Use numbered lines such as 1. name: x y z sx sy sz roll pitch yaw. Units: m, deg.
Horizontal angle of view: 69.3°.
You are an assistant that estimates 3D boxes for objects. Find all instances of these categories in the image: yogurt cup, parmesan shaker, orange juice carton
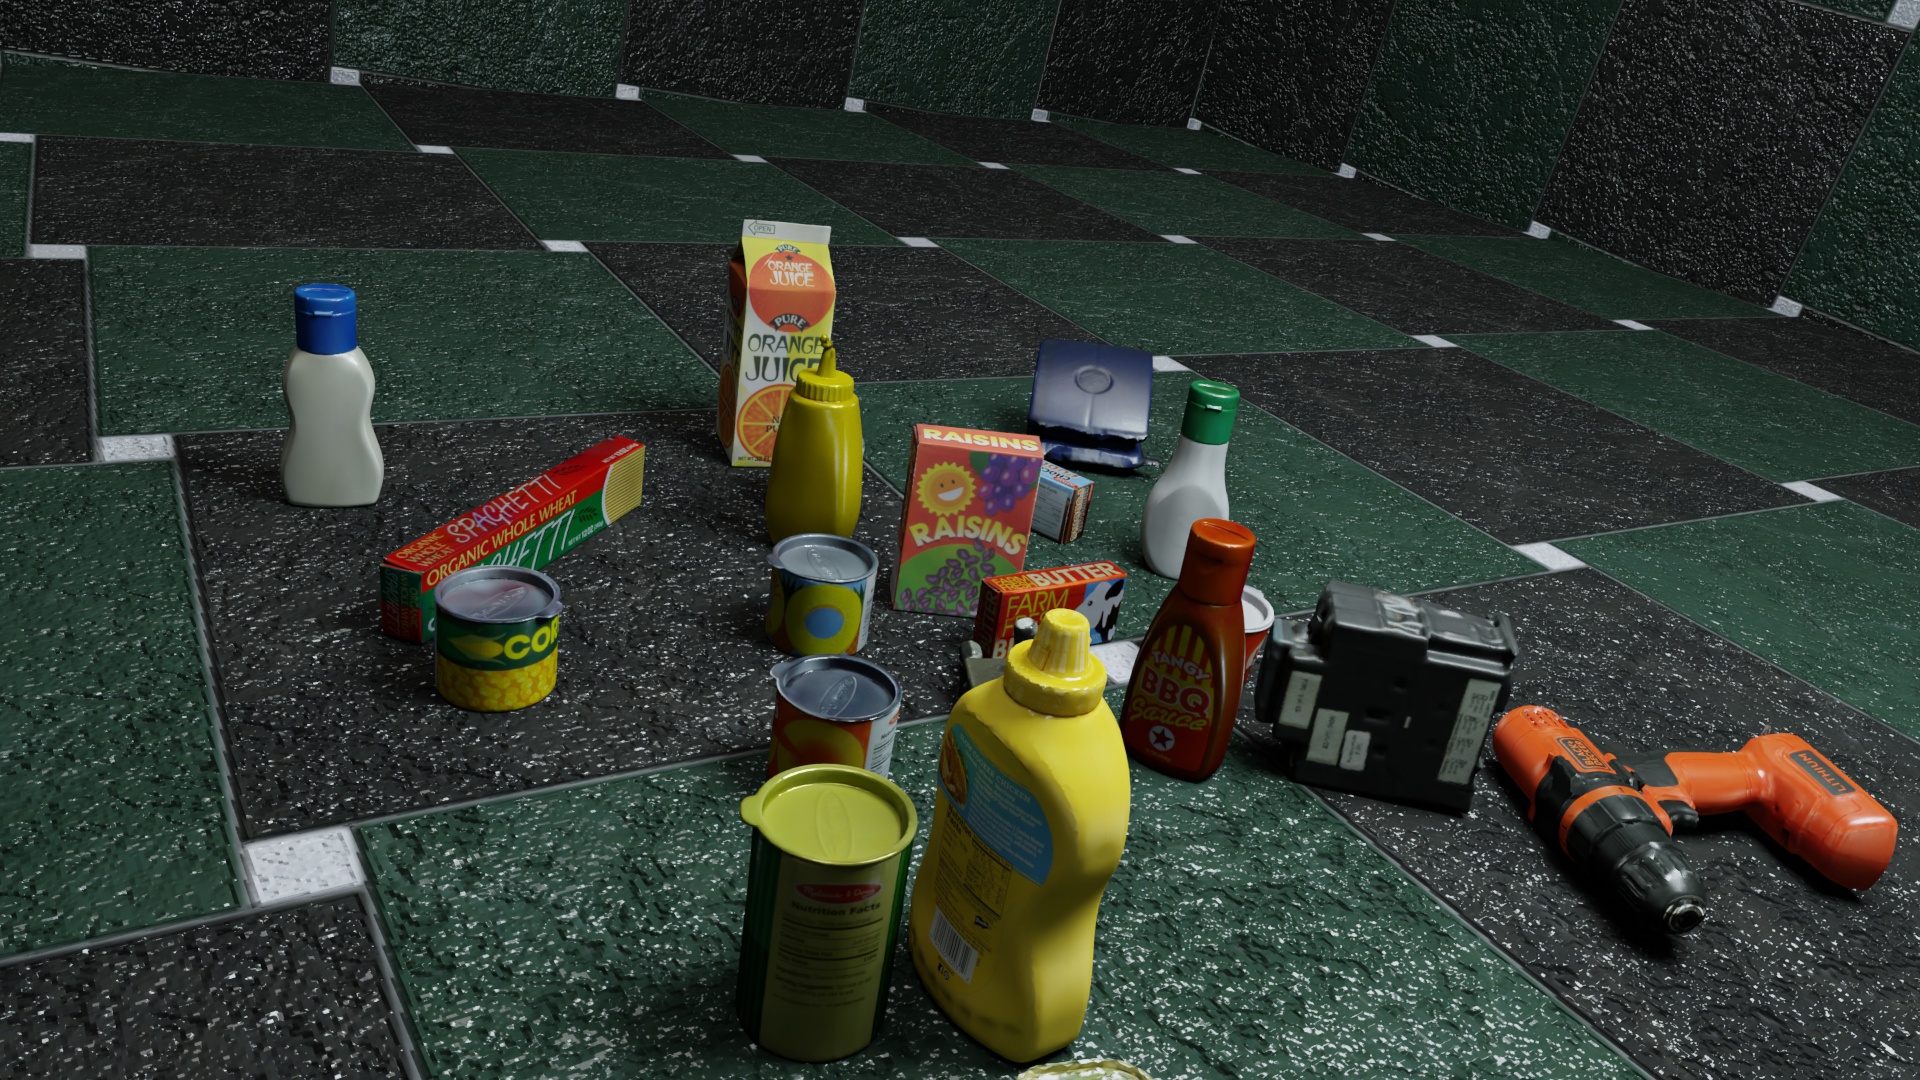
1. yogurt cup: 0.166 0.063 0.911 0.072 0.053 0.073 8 25 -4
2. parmesan shaker: -0.060 0.154 0.576 0.071 0.102 0.071 8 24 -4
3. orange juice carton: -0.148 -0.160 1.112 0.072 0.191 0.073 -1 26 -21

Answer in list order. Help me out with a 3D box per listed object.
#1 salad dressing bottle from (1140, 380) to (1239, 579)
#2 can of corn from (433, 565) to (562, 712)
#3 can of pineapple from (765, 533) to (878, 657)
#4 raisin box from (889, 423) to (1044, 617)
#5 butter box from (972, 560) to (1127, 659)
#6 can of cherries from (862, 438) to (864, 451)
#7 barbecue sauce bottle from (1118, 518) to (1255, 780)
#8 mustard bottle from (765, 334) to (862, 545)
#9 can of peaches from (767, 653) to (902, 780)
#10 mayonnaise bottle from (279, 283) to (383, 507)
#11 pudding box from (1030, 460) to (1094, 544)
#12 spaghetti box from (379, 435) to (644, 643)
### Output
1. salad dressing bottle: 0.174 -0.044 1.034 0.064 0.147 0.044 11 24 3
2. can of corn: -0.255 0.055 0.772 0.071 0.058 0.071 8 25 -4
3. can of pineapple: -0.090 0.035 0.875 0.071 0.057 0.071 8 25 -4
4. raisin box: 0.003 -0.012 0.930 0.086 0.122 0.040 6 24 -7
5. butter box: 0.059 0.046 0.911 0.104 0.053 0.024 -7 29 -31
6. can of cherries: -0.107 -0.051 1.054 0.071 0.058 0.072 8 25 -4
7. barbecue sauce bottle: 0.134 0.061 0.792 0.065 0.147 0.044 22 27 26
8. mustard bottle: -0.098 -0.068 0.971 0.065 0.159 0.049 15 25 11
9. can of peaches: -0.070 0.101 0.740 0.071 0.057 0.071 8 25 -4
10. mayonnaise bottle: -0.421 -0.095 0.928 0.065 0.147 0.041 0 26 -20
11. pudding box: 0.060 -0.037 1.092 0.084 0.049 0.030 25 29 31
12. spaghetti box: -0.283 -0.007 0.906 0.029 0.050 0.251 16 25 13
